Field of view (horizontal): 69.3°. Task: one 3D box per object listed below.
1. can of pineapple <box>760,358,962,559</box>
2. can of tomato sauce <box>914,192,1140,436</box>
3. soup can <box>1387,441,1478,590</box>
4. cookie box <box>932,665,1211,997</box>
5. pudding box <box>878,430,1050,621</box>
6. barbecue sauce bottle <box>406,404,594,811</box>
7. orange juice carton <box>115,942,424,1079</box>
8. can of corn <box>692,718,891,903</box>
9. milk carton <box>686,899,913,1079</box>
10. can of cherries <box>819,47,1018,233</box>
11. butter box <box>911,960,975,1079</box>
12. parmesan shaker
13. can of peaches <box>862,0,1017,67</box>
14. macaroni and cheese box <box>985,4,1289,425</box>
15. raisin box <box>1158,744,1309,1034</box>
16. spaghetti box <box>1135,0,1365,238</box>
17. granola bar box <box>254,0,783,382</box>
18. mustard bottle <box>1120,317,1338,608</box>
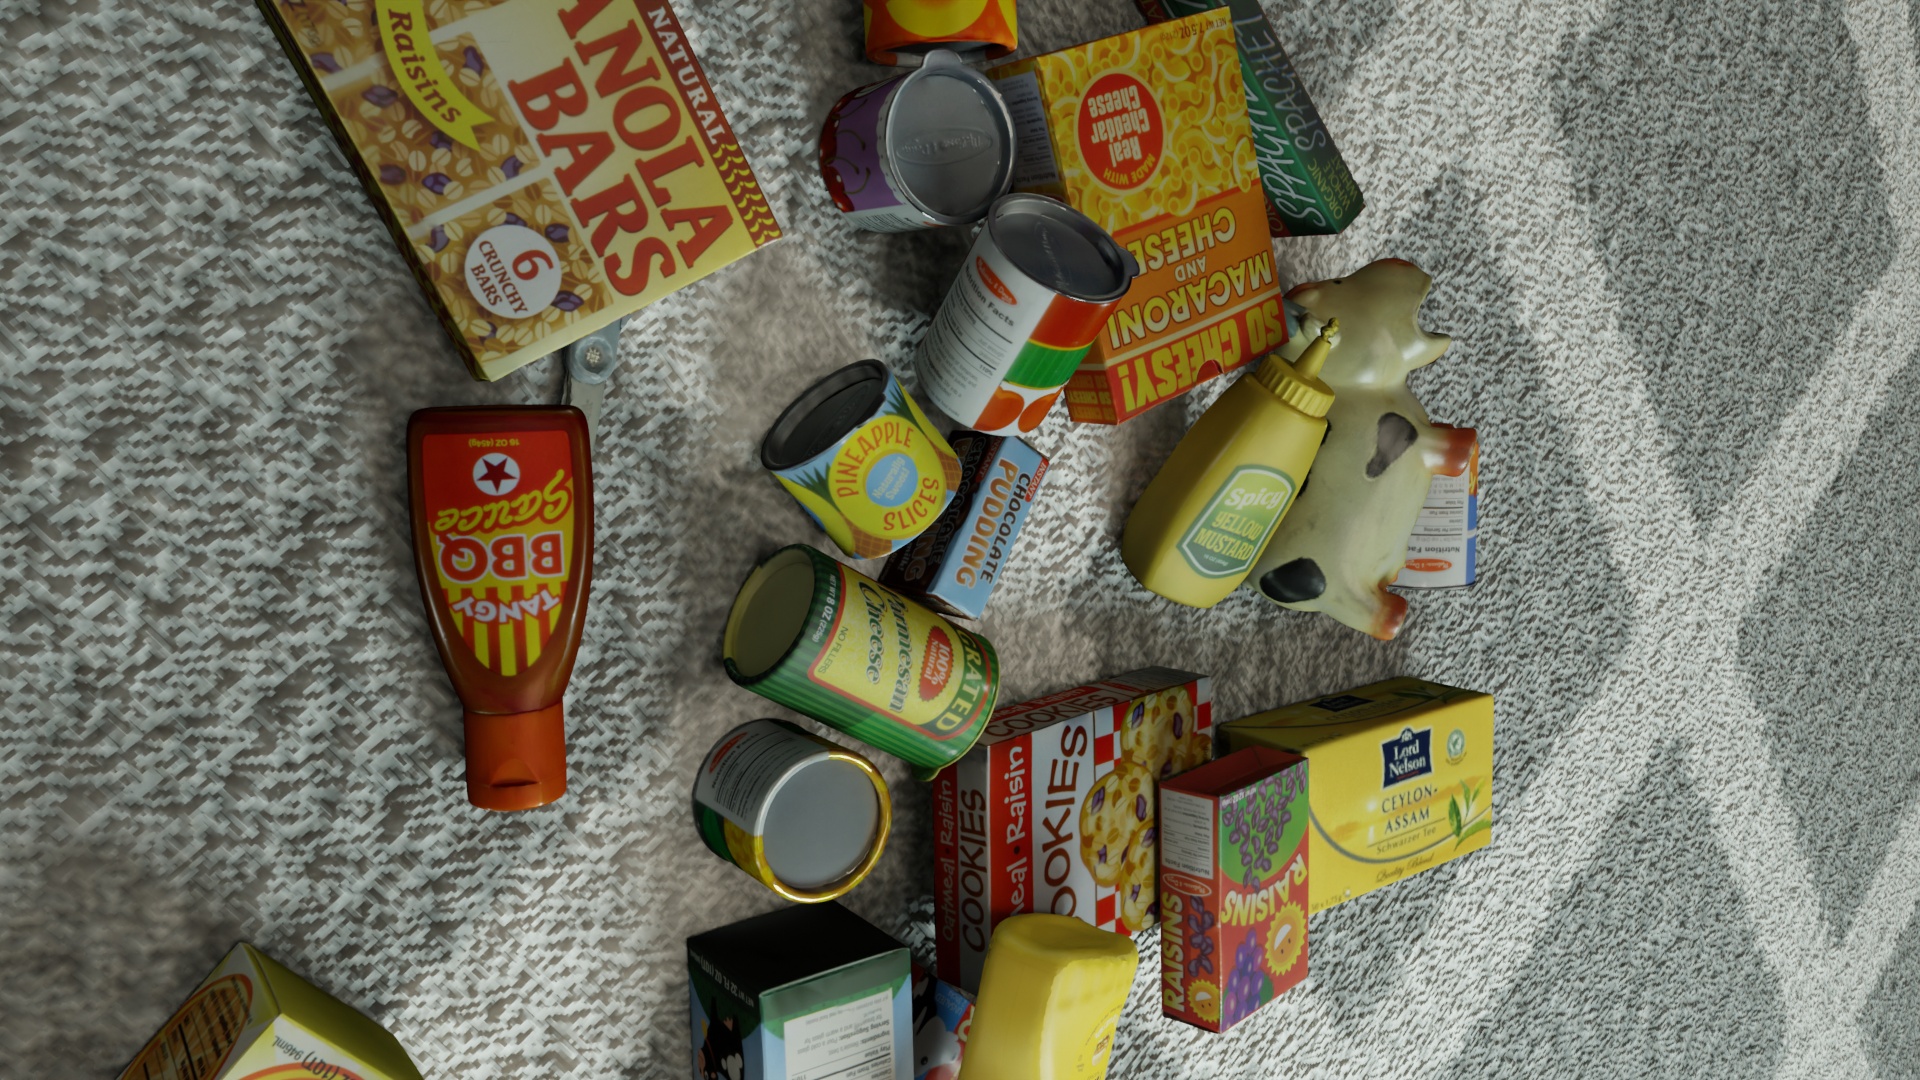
[{"bbox_3d":[-0.041,-0.033,0.589,0.071,0.071,0.057,-51,121,-20],"label":"can of pineapple"},{"bbox_3d":[0.027,-0.096,0.600,0.071,0.082,0.071,17,44,-17],"label":"can of tomato sauce"},{"bbox_3d":[0.268,-0.017,0.815,0.071,0.071,0.083,-5,98,-35],"label":"soup can"},{"bbox_3d":[0.059,0.138,0.685,0.168,0.040,0.122,-9,101,-43],"label":"cookie box"},{"bbox_3d":[0.002,-0.008,0.634,0.030,0.049,0.084,33,76,-32],"label":"pudding box"},{"bbox_3d":[-0.168,0.024,0.518,0.065,0.044,0.148,-2,99,-15],"label":"barbecue sauce bottle"},{"bbox_3d":[-0.271,0.239,0.453,0.193,0.073,0.071,-52,121,-19],"label":"orange juice carton"},{"bbox_3d":[-0.070,0.115,0.591,0.071,0.058,0.071,-5,98,-35],"label":"can of corn"},{"bbox_3d":[-0.068,0.264,0.602,0.073,0.072,0.190,-6,98,-35],"label":"milk carton"},{"bbox_3d":[-0.019,-0.169,0.596,0.072,0.058,0.071,-5,98,-34],"label":"can of cherries"},{"bbox_3d":[-0.005,0.249,0.674,0.103,0.024,0.053,43,71,-31],"label":"butter box"},{"bbox_3d":[-0.043,0.054,0.598,0.103,0.071,0.071,30,78,-34],"label":"parmesan shaker"},{"bbox_3d":[-0.010,-0.235,0.587,0.071,0.071,0.058,-9,102,-34],"label":"can of peaches"},{"bbox_3d":[0.088,-0.152,0.653,0.124,0.040,0.166,-26,111,-31],"label":"macaroni and cheese box"},{"bbox_3d":[0.141,0.176,0.713,0.086,0.040,0.123,-10,101,-46],"label":"raisin box"},{"bbox_3d":[0.127,-0.255,0.695,0.029,0.050,0.249,-50,120,-18],"label":"spaghetti box"},{"bbox_3d":[-0.157,-0.157,0.495,0.124,0.039,0.165,-32,108,-21],"label":"granola bar box"},{"bbox_3d":[0.142,-0.041,0.691,0.065,0.049,0.159,16,116,-30],"label":"mustard bottle"}]
